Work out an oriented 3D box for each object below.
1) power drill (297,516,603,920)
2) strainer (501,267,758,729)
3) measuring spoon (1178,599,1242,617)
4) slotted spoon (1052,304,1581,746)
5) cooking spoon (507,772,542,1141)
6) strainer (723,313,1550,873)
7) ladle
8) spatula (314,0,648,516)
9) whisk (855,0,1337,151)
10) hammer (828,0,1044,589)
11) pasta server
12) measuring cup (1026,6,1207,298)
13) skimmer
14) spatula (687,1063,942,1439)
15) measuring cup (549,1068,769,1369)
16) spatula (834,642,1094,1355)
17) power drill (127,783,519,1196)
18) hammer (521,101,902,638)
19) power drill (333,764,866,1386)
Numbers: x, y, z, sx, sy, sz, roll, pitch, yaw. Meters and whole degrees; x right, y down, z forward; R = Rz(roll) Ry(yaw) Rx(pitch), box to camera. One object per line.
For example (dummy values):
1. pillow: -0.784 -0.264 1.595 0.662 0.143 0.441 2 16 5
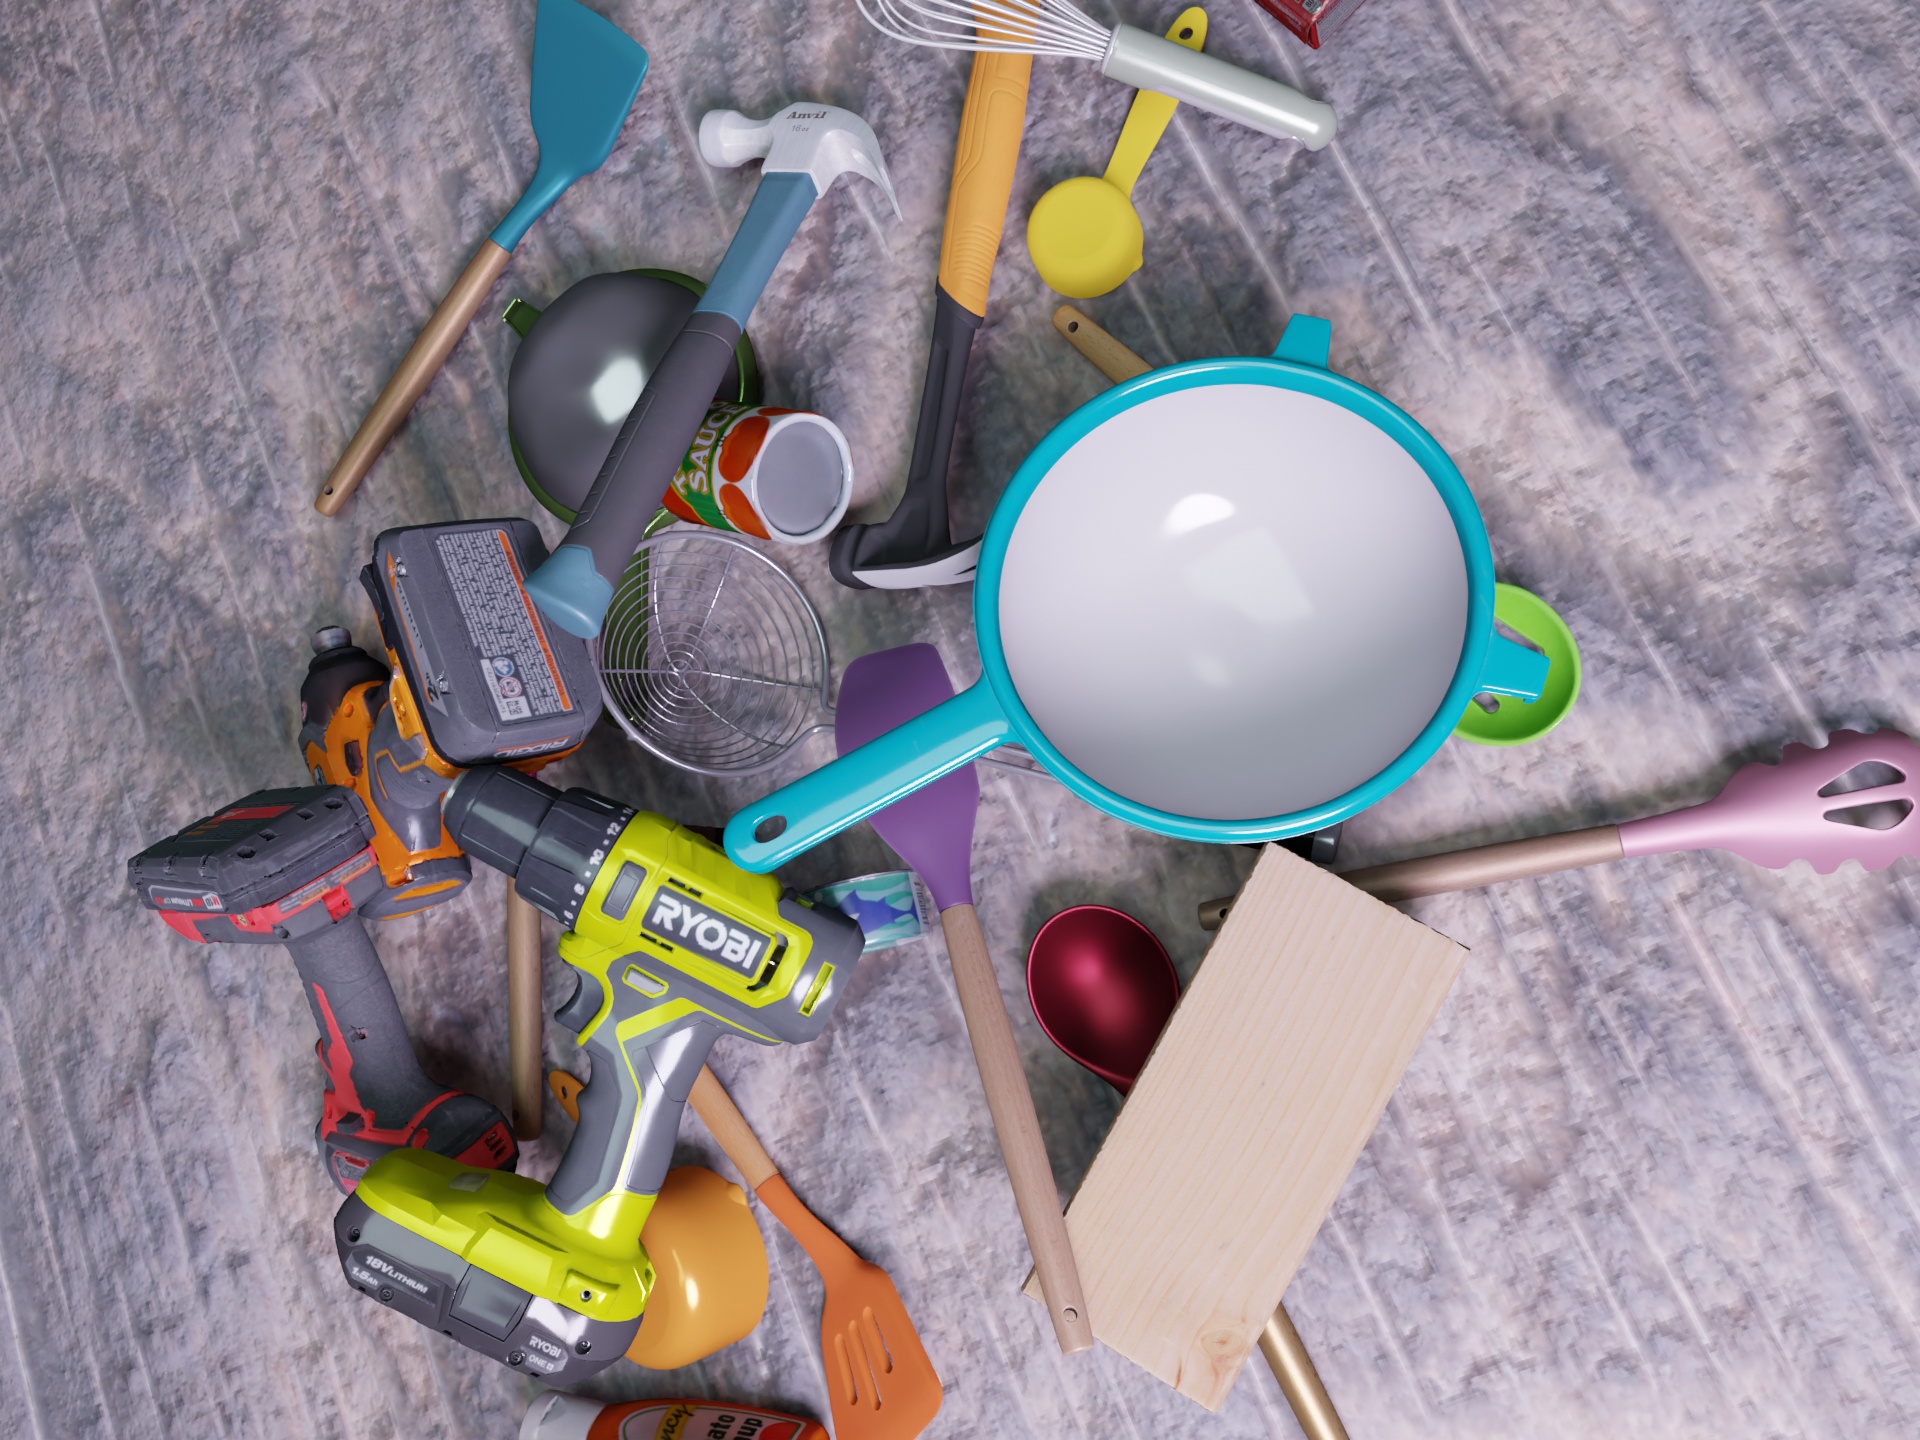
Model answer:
1. power drill: -0.273 -0.011 0.798 0.226 0.084 0.164 -38 70 46
2. strainer: -0.187 -0.125 0.833 0.151 0.069 0.256 -4 80 17
3. measuring spoon: 0.084 -0.052 0.770 0.128 0.021 0.042 -12 79 6
4. slotted spoon: 0.156 -0.102 0.745 0.314 0.031 0.070 44 107 19
5. cooking spoon: -0.232 0.060 0.844 0.069 0.017 0.319 -7 83 40
6. strainer: 0.060 -0.013 0.693 0.340 0.095 0.211 -28 72 3
7. ladle: 0.118 0.228 0.715 0.069 0.031 0.315 -29 77 11
8. spatula: -0.280 -0.250 0.892 0.082 0.044 0.317 36 96 15
9. whisk: 0.064 -0.324 0.761 0.246 0.058 0.059 20 107 -2
10. hammer: 0.008 -0.231 0.785 0.127 0.034 0.337 -1 77 48
11. pasta server: 0.259 0.058 0.694 0.316 0.040 0.060 -13 79 19
12. measuring cup: 0.082 -0.287 0.789 0.062 0.029 0.156 27 94 19
13. skimmer: -0.001 -0.002 0.748 0.363 0.090 0.127 14 59 17
14. spatula: -0.115 0.210 0.782 0.323 0.041 0.081 50 120 18
15. measuring cup: -0.169 0.239 0.780 0.174 0.052 0.095 41 118 25
16. spatula: 0.003 0.104 0.673 0.060 0.018 0.316 -15 64 -4
17. power drill: -0.314 0.147 0.794 0.143 0.078 0.219 -5 112 41
18. hammer: -0.125 -0.181 0.769 0.128 0.033 0.331 8 61 23
19. power drill: -0.173 0.146 0.694 0.190 0.080 0.228 27 88 -2
